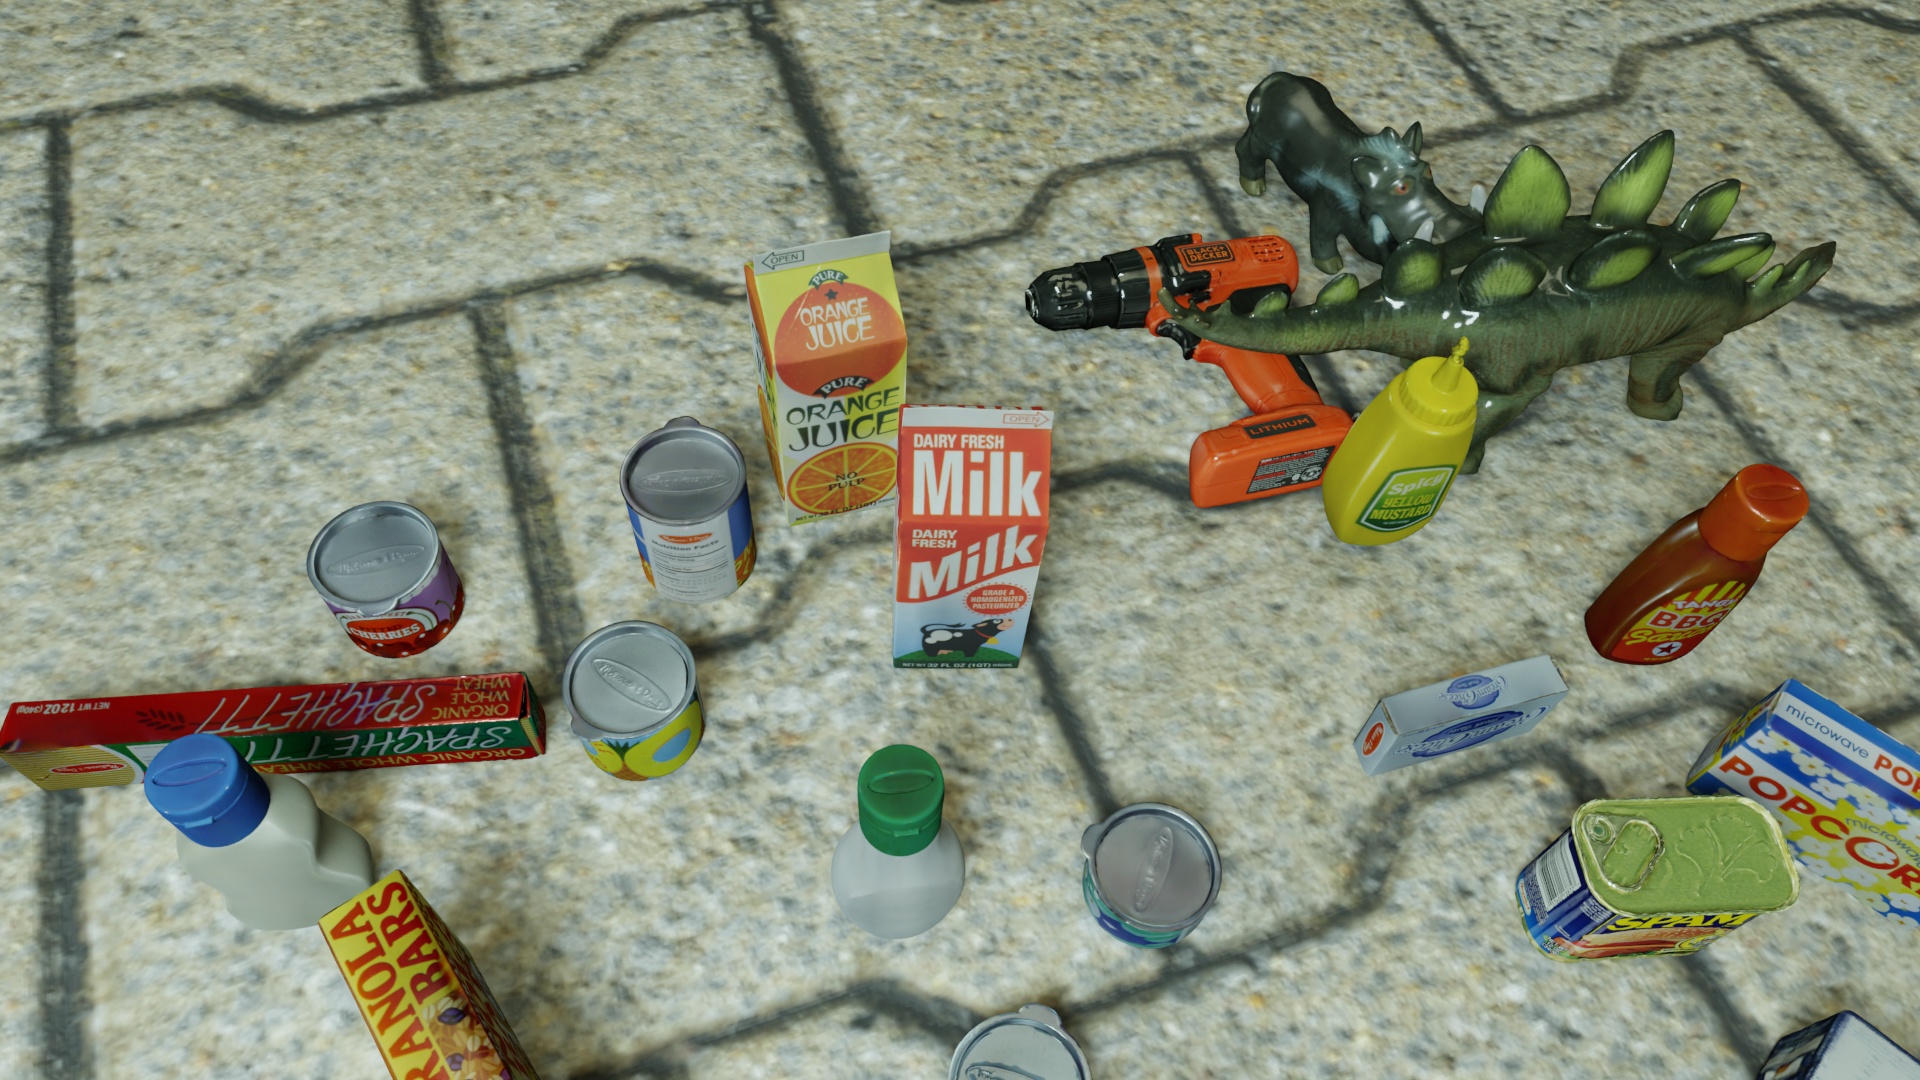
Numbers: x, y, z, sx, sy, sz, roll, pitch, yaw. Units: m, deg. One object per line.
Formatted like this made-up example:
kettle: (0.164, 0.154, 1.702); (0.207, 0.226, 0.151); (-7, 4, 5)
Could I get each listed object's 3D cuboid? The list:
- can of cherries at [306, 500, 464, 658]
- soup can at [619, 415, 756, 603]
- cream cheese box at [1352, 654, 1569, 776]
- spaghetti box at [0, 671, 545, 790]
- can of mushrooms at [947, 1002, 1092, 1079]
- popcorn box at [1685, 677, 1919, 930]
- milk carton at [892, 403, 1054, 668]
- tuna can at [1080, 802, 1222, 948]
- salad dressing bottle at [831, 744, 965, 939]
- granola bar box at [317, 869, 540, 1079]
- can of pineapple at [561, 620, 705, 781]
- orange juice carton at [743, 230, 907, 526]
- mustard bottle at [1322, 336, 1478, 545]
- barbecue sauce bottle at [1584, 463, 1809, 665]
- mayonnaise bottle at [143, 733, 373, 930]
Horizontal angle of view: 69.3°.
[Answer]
can of cherries: (-0.307, 0.024, 0.745); (0.071, 0.058, 0.072); (2, 57, -3)
soup can: (-0.148, -0.015, 0.766); (0.071, 0.083, 0.072); (2, 57, -3)
cream cheese box: (0.265, 0.093, 0.741); (0.104, 0.053, 0.024); (-13, 59, -12)
spaghetti box: (-0.339, 0.096, 0.700); (0.250, 0.050, 0.029); (-3, 58, -6)
can of mushrooms: (0.027, 0.251, 0.634); (0.071, 0.033, 0.071); (2, 57, -3)
popcorn box: (0.453, 0.135, 0.708); (0.127, 0.084, 0.038); (35, 62, 17)
milk carton: (0.003, -0.009, 0.708); (0.072, 0.189, 0.074); (0, 57, -4)
tuna can: (0.092, 0.167, 0.694); (0.071, 0.032, 0.071); (2, 57, -3)
salad dressing bottle: (-0.028, 0.140, 0.635); (0.064, 0.147, 0.044); (-6, 58, -7)
granola bar box: (-0.199, 0.232, 0.577); (0.039, 0.123, 0.166); (-31, 64, -21)
can of pineapple: (-0.168, 0.084, 0.715); (0.071, 0.057, 0.071); (2, 57, -3)
orange juice carton: (-0.072, -0.094, 0.758); (0.072, 0.191, 0.073); (-13, 59, -12)
mustard bottle: (0.250, -0.056, 0.774); (0.065, 0.159, 0.049); (-7, 58, -8)
barbecue sauce bottle: (0.395, 0.015, 0.744); (0.065, 0.147, 0.044); (-3, 58, -5)
mayonnaise bottle: (-0.313, 0.132, 0.620); (0.065, 0.147, 0.041); (-11, 59, -11)
